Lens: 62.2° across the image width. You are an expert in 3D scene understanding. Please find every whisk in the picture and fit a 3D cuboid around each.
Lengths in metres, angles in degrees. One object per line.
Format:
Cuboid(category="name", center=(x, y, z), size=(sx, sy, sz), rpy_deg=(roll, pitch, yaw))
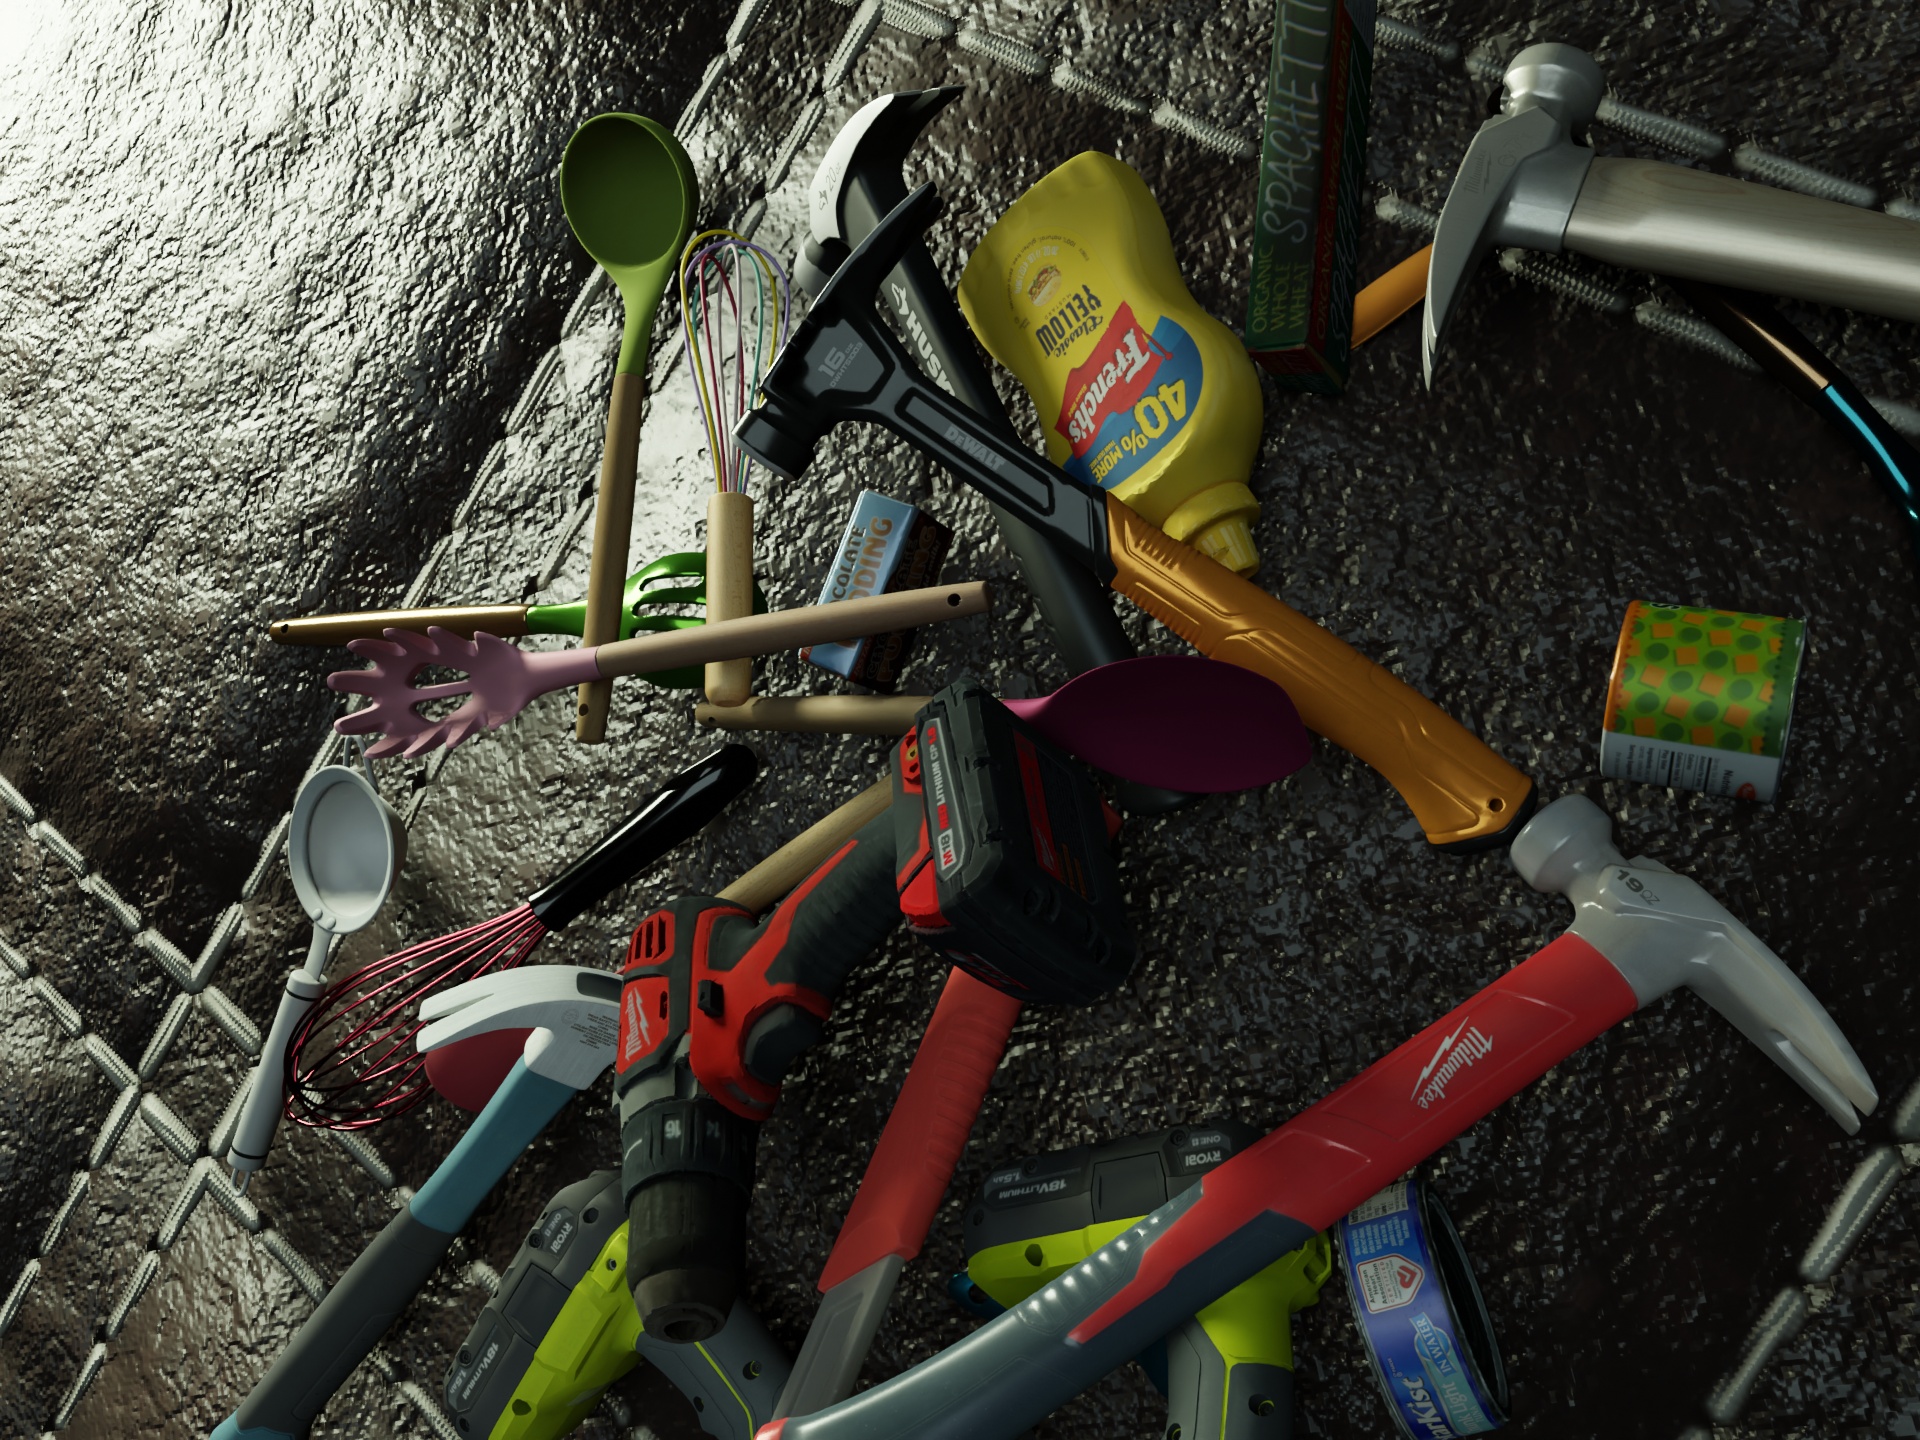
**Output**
Cuboid(category="whisk", center=(-0.214, 0.104, 0.764), size=(0.296, 0.073, 0.073), rpy_deg=(-37, 68, 8))
Cuboid(category="whisk", center=(-0.113, -0.125, 0.758), size=(0.051, 0.047, 0.245), rpy_deg=(-9, 72, 24))

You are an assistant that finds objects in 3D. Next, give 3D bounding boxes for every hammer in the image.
Cuboid(category="hammer", center=(0.020, -0.112, 0.680), size=(0.035, 0.146, 0.335), rpy_deg=(-19, 76, -26))
Cuboid(category="hammer", center=(-0.250, 0.240, 0.740), size=(0.331, 0.128, 0.033), rpy_deg=(-50, 28, 16))
Cuboid(category="hammer", center=(-0.027, 0.174, 0.612), size=(0.149, 0.036, 0.359), rpy_deg=(-2, 56, 46))
Cuboid(category="hammer", center=(0.106, 0.172, 0.520), size=(0.386, 0.038, 0.143), rpy_deg=(-31, 53, -11))
Cuboid(category="hammer", center=(0.368, -0.132, 0.534), size=(0.411, 0.038, 0.146), rpy_deg=(19, 70, 20))
Cuboid(category="hammer", center=(0.080, -0.065, 0.614), size=(0.337, 0.034, 0.127), rpy_deg=(36, 94, 4))

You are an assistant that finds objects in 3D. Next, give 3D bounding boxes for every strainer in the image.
Cuboid(category="strainer", center=(-0.334, 0.129, 0.822), size=(0.087, 0.050, 0.258), rpy_deg=(24, 96, 32))

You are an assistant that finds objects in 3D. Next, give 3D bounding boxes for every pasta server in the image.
Cuboid(category="pasta server", center=(-0.138, -0.030, 0.705), size=(0.316, 0.040, 0.060), rpy_deg=(-8, 91, 19))

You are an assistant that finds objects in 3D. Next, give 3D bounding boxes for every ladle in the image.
Cuboid(category="ladle", center=(-0.117, 0.094, 0.729), size=(0.315, 0.069, 0.031), rpy_deg=(-35, 43, 8))
Cuboid(category="ladle", center=(-0.172, -0.147, 0.773), size=(0.078, 0.062, 0.320), rpy_deg=(-7, 72, 30))

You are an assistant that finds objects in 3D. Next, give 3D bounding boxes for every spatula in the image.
Cuboid(category="spatula", center=(0.306, -0.146, 0.587), size=(0.082, 0.044, 0.318), rpy_deg=(-34, 66, -5))

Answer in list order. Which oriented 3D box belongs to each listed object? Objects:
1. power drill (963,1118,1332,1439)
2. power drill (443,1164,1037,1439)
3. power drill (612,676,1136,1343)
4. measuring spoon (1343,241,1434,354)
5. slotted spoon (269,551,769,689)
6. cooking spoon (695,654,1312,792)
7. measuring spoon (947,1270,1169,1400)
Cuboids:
Cuboid(category="power drill", center=(0.063, 0.265, 0.548), size=(0.171, 0.080, 0.223), rpy_deg=(-17, 47, 22))
Cuboid(category="power drill", center=(-0.103, 0.316, 0.665), size=(0.229, 0.080, 0.190), rpy_deg=(33, 93, 22))
Cuboid(category="power drill", center=(-0.048, 0.110, 0.601), size=(0.226, 0.080, 0.188), rpy_deg=(-36, 36, 23))
Cuboid(category="measuring spoon", center=(0.194, -0.185, 0.664), size=(0.117, 0.011, 0.021), rpy_deg=(-35, 63, 18))
Cuboid(category="slotted spoon", center=(-0.240, -0.049, 0.820), size=(0.314, 0.031, 0.070), rpy_deg=(0, 75, 25))
Cuboid(category="cooking spoon", center=(-0.001, -0.002, 0.666), size=(0.319, 0.068, 0.017), rpy_deg=(1, 42, 39))
Cuboid(category="measuring spoon", center=(0.050, 0.244, 0.639), size=(0.129, 0.021, 0.042), rpy_deg=(7, 83, 24))
